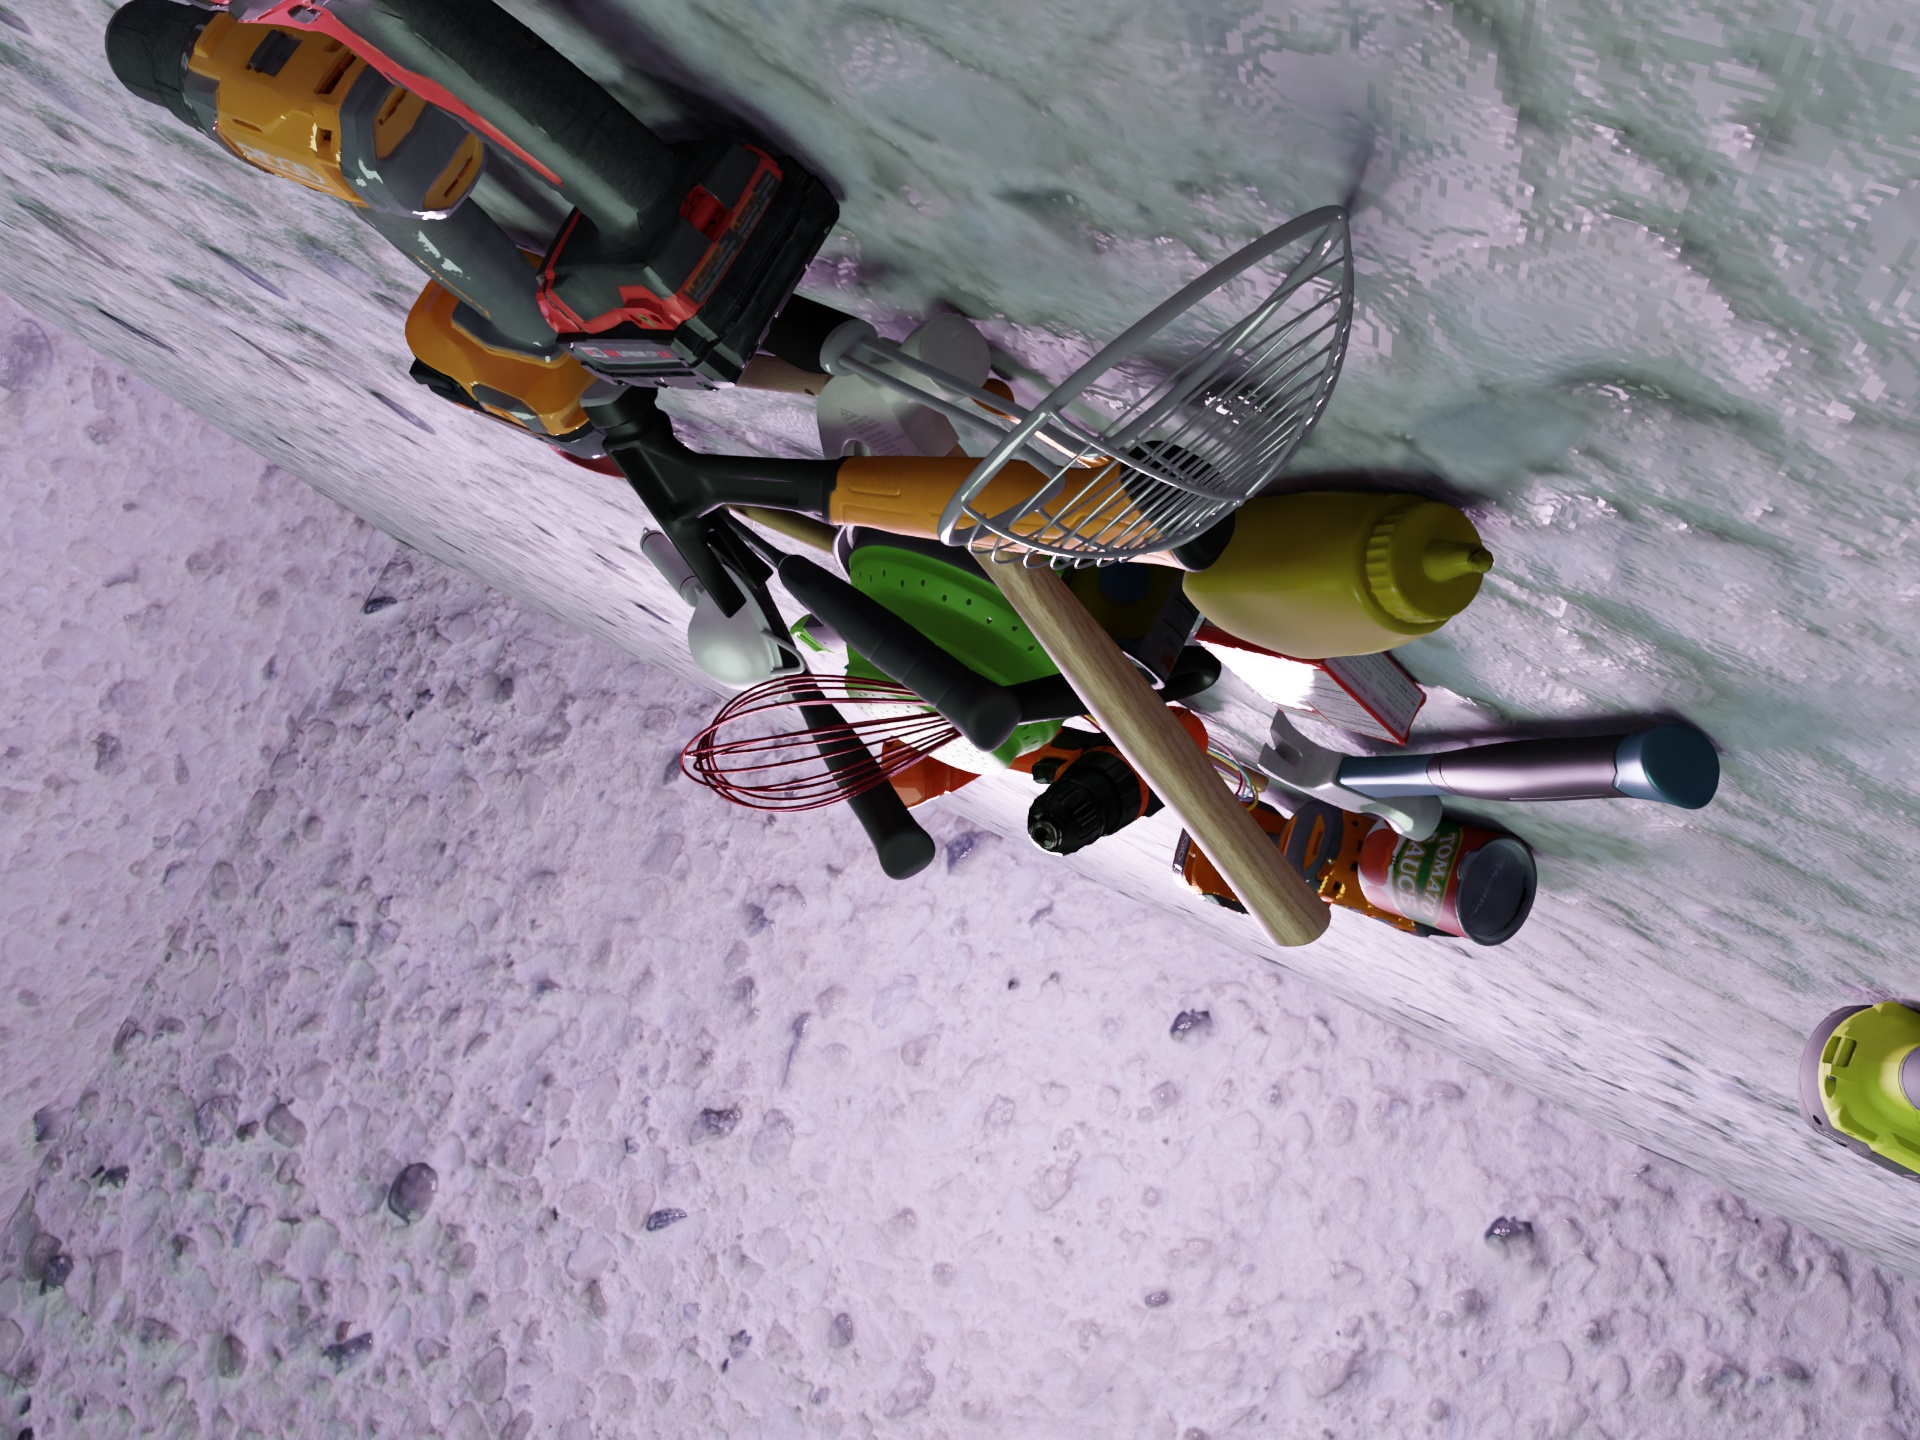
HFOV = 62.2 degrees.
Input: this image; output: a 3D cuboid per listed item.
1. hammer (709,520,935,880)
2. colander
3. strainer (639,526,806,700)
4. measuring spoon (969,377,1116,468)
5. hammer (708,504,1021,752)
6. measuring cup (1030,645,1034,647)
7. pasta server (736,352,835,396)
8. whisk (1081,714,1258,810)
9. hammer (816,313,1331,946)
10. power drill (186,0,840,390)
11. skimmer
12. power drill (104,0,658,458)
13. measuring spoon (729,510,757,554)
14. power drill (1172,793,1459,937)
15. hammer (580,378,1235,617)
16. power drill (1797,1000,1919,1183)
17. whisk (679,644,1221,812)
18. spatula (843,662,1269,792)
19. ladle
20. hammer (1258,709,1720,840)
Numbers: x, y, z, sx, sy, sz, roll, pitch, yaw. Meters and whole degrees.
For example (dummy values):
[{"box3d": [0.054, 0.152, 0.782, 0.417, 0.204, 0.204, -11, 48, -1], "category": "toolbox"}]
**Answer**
[{"box3d": [-0.088, -0.007, 0.974, 0.335, 0.035, 0.146, 52, 168, 55], "category": "hammer"}, {"box3d": [-0.040, -0.032, 1.015, 0.204, 0.094, 0.397, 35, 165, -23], "category": "colander"}, {"box3d": [-0.162, -0.075, 0.983, 0.259, 0.050, 0.086, 43, 150, 55], "category": "strainer"}, {"box3d": [0.056, -0.109, 0.640, 0.117, 0.011, 0.021, 25, 172, -14], "category": "measuring spoon"}, {"box3d": [-0.095, -0.087, 0.850, 0.409, 0.036, 0.149, 37, 171, 47], "category": "hammer"}, {"box3d": [-0.004, -0.071, 1.077, 0.156, 0.029, 0.062, 38, 164, -15], "category": "measuring cup"}, {"box3d": [-0.167, -0.182, 0.820, 0.316, 0.040, 0.060, 19, 170, 44], "category": "pasta server"}, {"box3d": [0.098, -0.002, 1.111, 0.245, 0.047, 0.051, 29, 162, 15], "category": "whisk"}, {"box3d": [0.056, -0.023, 0.683, 0.331, 0.031, 0.130, 50, 156, -19], "category": "hammer"}, {"box3d": [-0.158, -0.201, 0.508, 0.219, 0.078, 0.143, 36, 169, -37], "category": "power drill"}, {"box3d": [-0.019, -0.131, 0.504, 0.364, 0.127, 0.090, 37, 159, 51], "category": "skimmer"}, {"box3d": [-0.248, -0.219, 0.696, 0.185, 0.084, 0.226, 25, 168, 25], "category": "power drill"}, {"box3d": [-0.160, -0.145, 1.170, 0.034, 0.018, 0.124, 28, 166, -6], "category": "measuring spoon"}, {"box3d": [0.264, 0.109, 1.123, 0.164, 0.084, 0.226, 21, 171, -16], "category": "power drill"}, {"box3d": [-0.029, -0.083, 0.625, 0.337, 0.034, 0.127, 13, 143, 48], "category": "hammer"}, {"box3d": [0.538, 0.197, 0.772, 0.190, 0.080, 0.228, 27, 170, 8], "category": "power drill"}, {"box3d": [-0.001, -0.003, 0.845, 0.296, 0.073, 0.073, -11, 178, -9], "category": "whisk"}, {"box3d": [0.072, -0.007, 1.161, 0.317, 0.044, 0.082, 23, -157, 13], "category": "spatula"}, {"box3d": [-0.134, -0.139, 1.051, 0.315, 0.031, 0.069, 24, 165, 14], "category": "ladle"}, {"box3d": [0.247, 0.026, 0.770, 0.128, 0.033, 0.331, 22, 173, -10], "category": "hammer"}]
